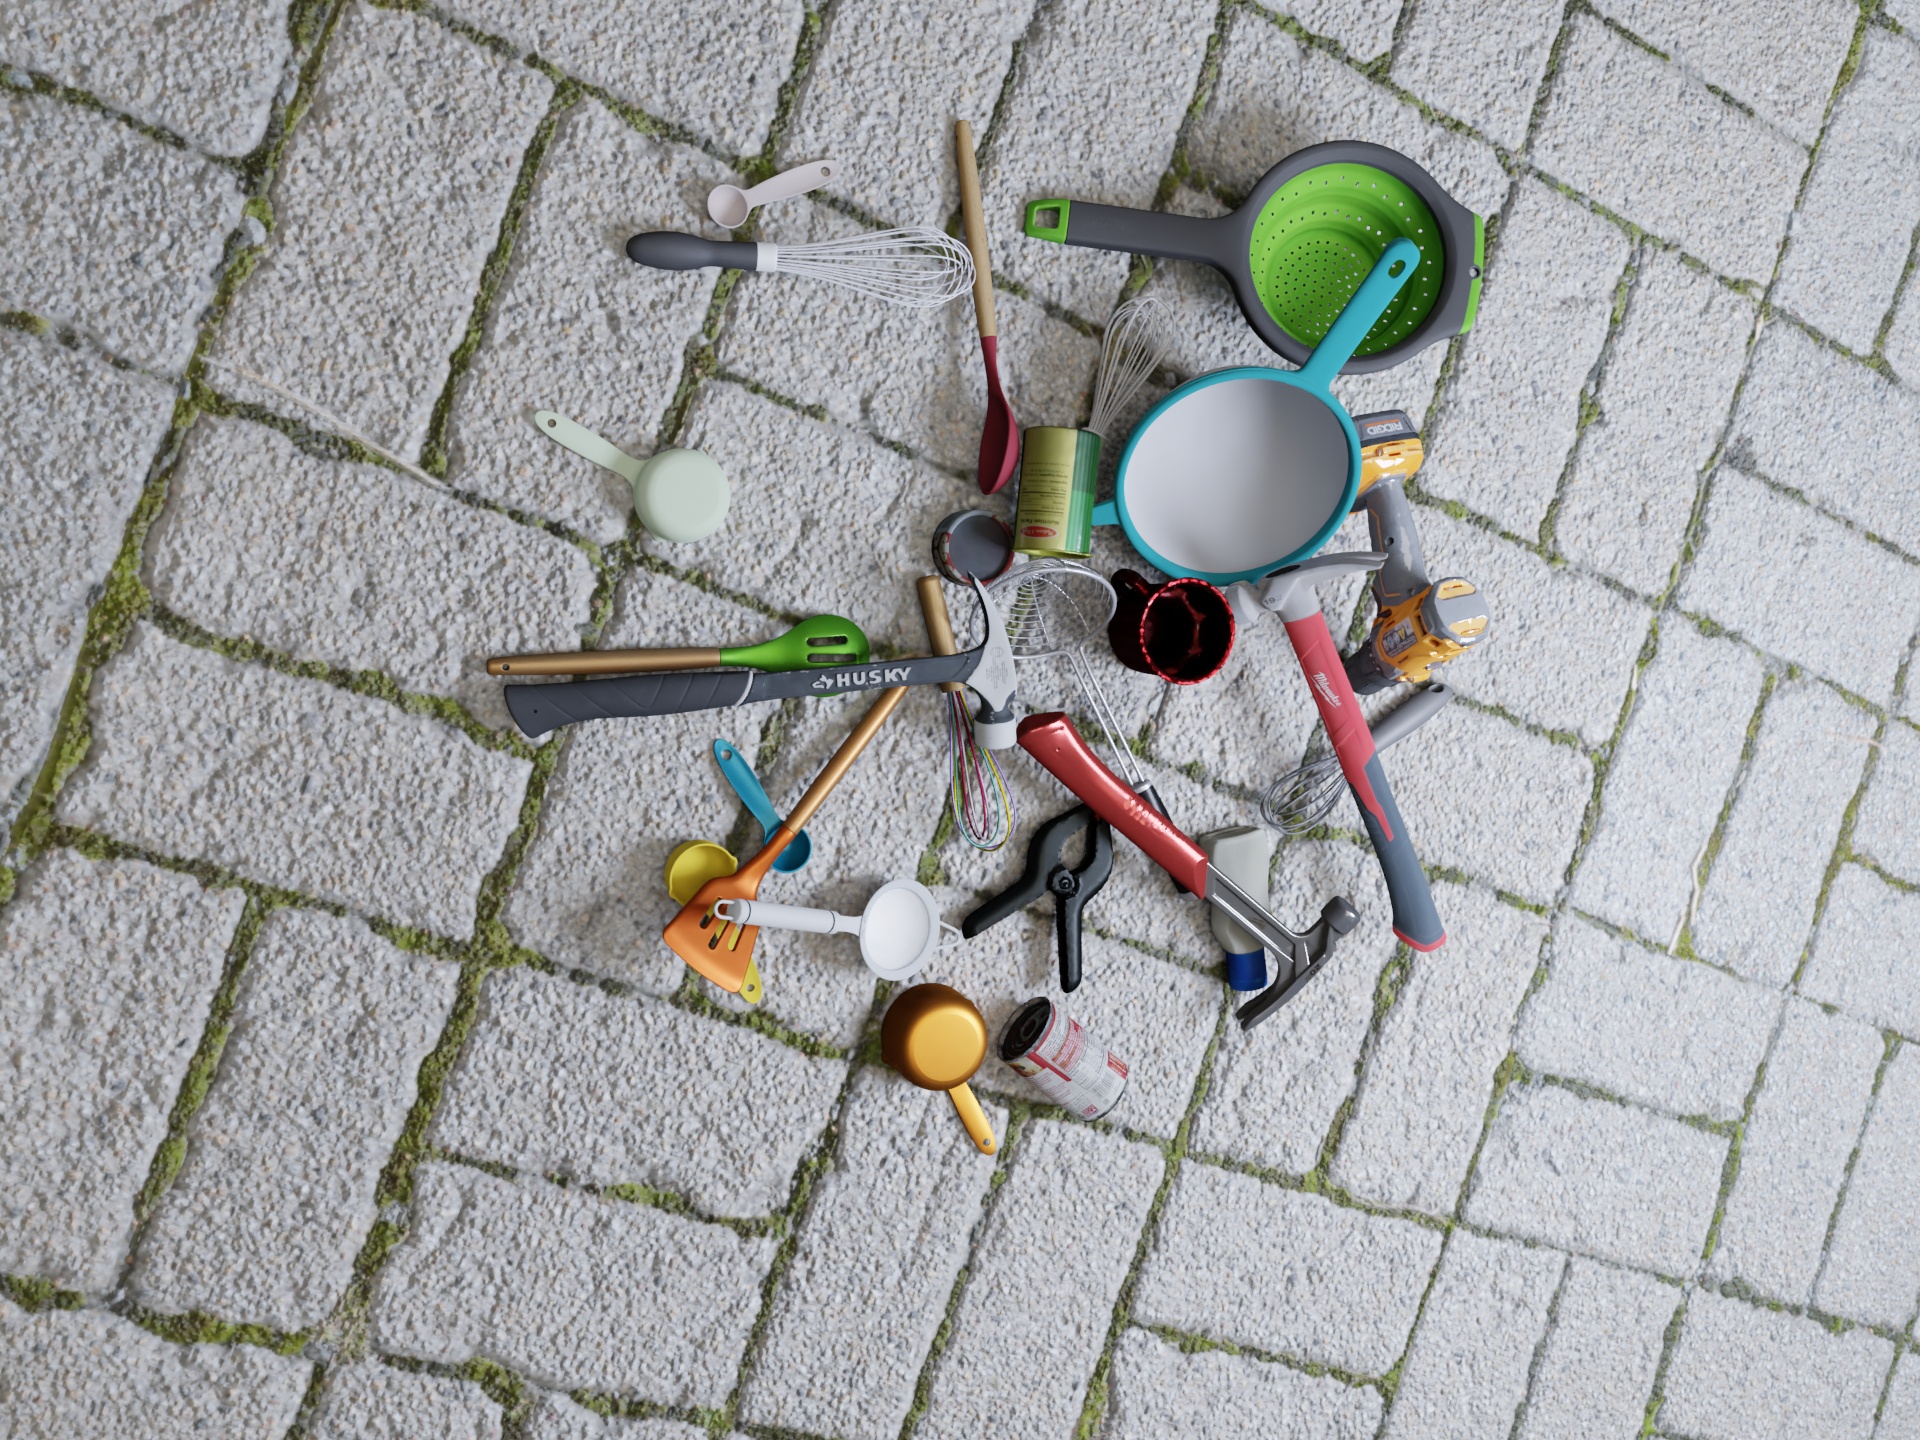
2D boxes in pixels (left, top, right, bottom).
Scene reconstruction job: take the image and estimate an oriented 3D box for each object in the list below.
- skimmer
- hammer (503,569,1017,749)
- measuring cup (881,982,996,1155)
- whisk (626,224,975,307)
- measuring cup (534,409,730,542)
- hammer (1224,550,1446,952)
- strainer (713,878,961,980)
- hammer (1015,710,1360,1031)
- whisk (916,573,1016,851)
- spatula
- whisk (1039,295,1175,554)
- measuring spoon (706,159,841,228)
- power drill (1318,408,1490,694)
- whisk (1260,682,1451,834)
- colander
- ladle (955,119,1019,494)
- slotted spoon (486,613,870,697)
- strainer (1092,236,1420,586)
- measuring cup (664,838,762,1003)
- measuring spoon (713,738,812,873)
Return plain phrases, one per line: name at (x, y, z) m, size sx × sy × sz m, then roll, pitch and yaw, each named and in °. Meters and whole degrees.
skimmer at (0.128, 0.019, 1.387) m, size 0.127 × 0.090 × 0.363 m, roll -23°, pitch 107°, yaw 17°
hammer at (-0.155, -0.032, 1.278) m, size 0.409 × 0.036 × 0.149 m, roll -5°, pitch 108°, yaw -11°
measuring cup at (-0.002, 0.313, 1.384) m, size 0.095 × 0.052 × 0.173 m, roll -29°, pitch 101°, yaw -15°
whisk at (-0.125, -0.372, 1.285) m, size 0.284 × 0.070 × 0.070 m, roll -1°, pitch 95°, yaw -14°
measuring cup at (-0.259, -0.201, 1.259) m, size 0.167 × 0.038 × 0.083 m, roll 28°, pitch 85°, yaw -21°
hammer at (0.369, 0.035, 1.411) m, size 0.038 × 0.143 × 0.386 m, roll -47°, pitch 116°, yaw -52°
strainer at (-0.103, 0.165, 1.307) m, size 0.258 × 0.050 × 0.087 m, roll 15°, pitch 82°, yaw -46°
hammer at (0.180, 0.121, 1.395) m, size 0.359 × 0.037 × 0.149 m, roll 39°, pitch 101°, yaw -16°
whisk at (-0.004, -0.004, 1.367) m, size 0.051 × 0.047 × 0.245 m, roll -16°, pitch 96°, yaw -29°
spatula at (-0.124, 0.072, 1.311) m, size 0.081 × 0.041 × 0.323 m, roll 42°, pitch 73°, yaw -19°
whisk at (0.120, -0.256, 1.386) m, size 0.059 × 0.057 × 0.246 m, roll 24°, pitch 91°, yaw 17°
measuring spoon at (-0.152, -0.431, 1.294) m, size 0.124 × 0.018 × 0.034 m, roll -28°, pitch 103°, yaw -22°
power drill at (0.374, -0.140, 1.431) m, size 0.084 × 0.185 × 0.226 m, roll -12°, pitch 76°, yaw -19°
whisk at (0.377, 0.032, 1.500) m, size 0.239 × 0.055 × 0.055 m, roll -34°, pitch 105°, yaw -17°
colander at (0.251, -0.407, 1.406) m, size 0.397 × 0.094 × 0.204 m, roll 7°, pitch 88°, yaw -2°
ladle at (0.019, -0.348, 1.341) m, size 0.031 × 0.069 × 0.315 m, roll -7°, pitch 91°, yaw -20°
slotted spoon at (-0.222, -0.048, 1.293) m, size 0.313 × 0.031 × 0.070 m, roll -3°, pitch 99°, yaw -18°
strainer at (0.265, -0.273, 1.351) m, size 0.211 × 0.095 × 0.340 m, roll 23°, pitch 122°, yaw -20°
measuring cup at (-0.201, 0.168, 1.324) m, size 0.062 × 0.029 × 0.156 m, roll -28°, pitch 115°, yaw -20°
measuring spoon at (-0.170, 0.071, 1.329) m, size 0.042 × 0.021 × 0.128 m, roll -34°, pitch 95°, yaw -19°
